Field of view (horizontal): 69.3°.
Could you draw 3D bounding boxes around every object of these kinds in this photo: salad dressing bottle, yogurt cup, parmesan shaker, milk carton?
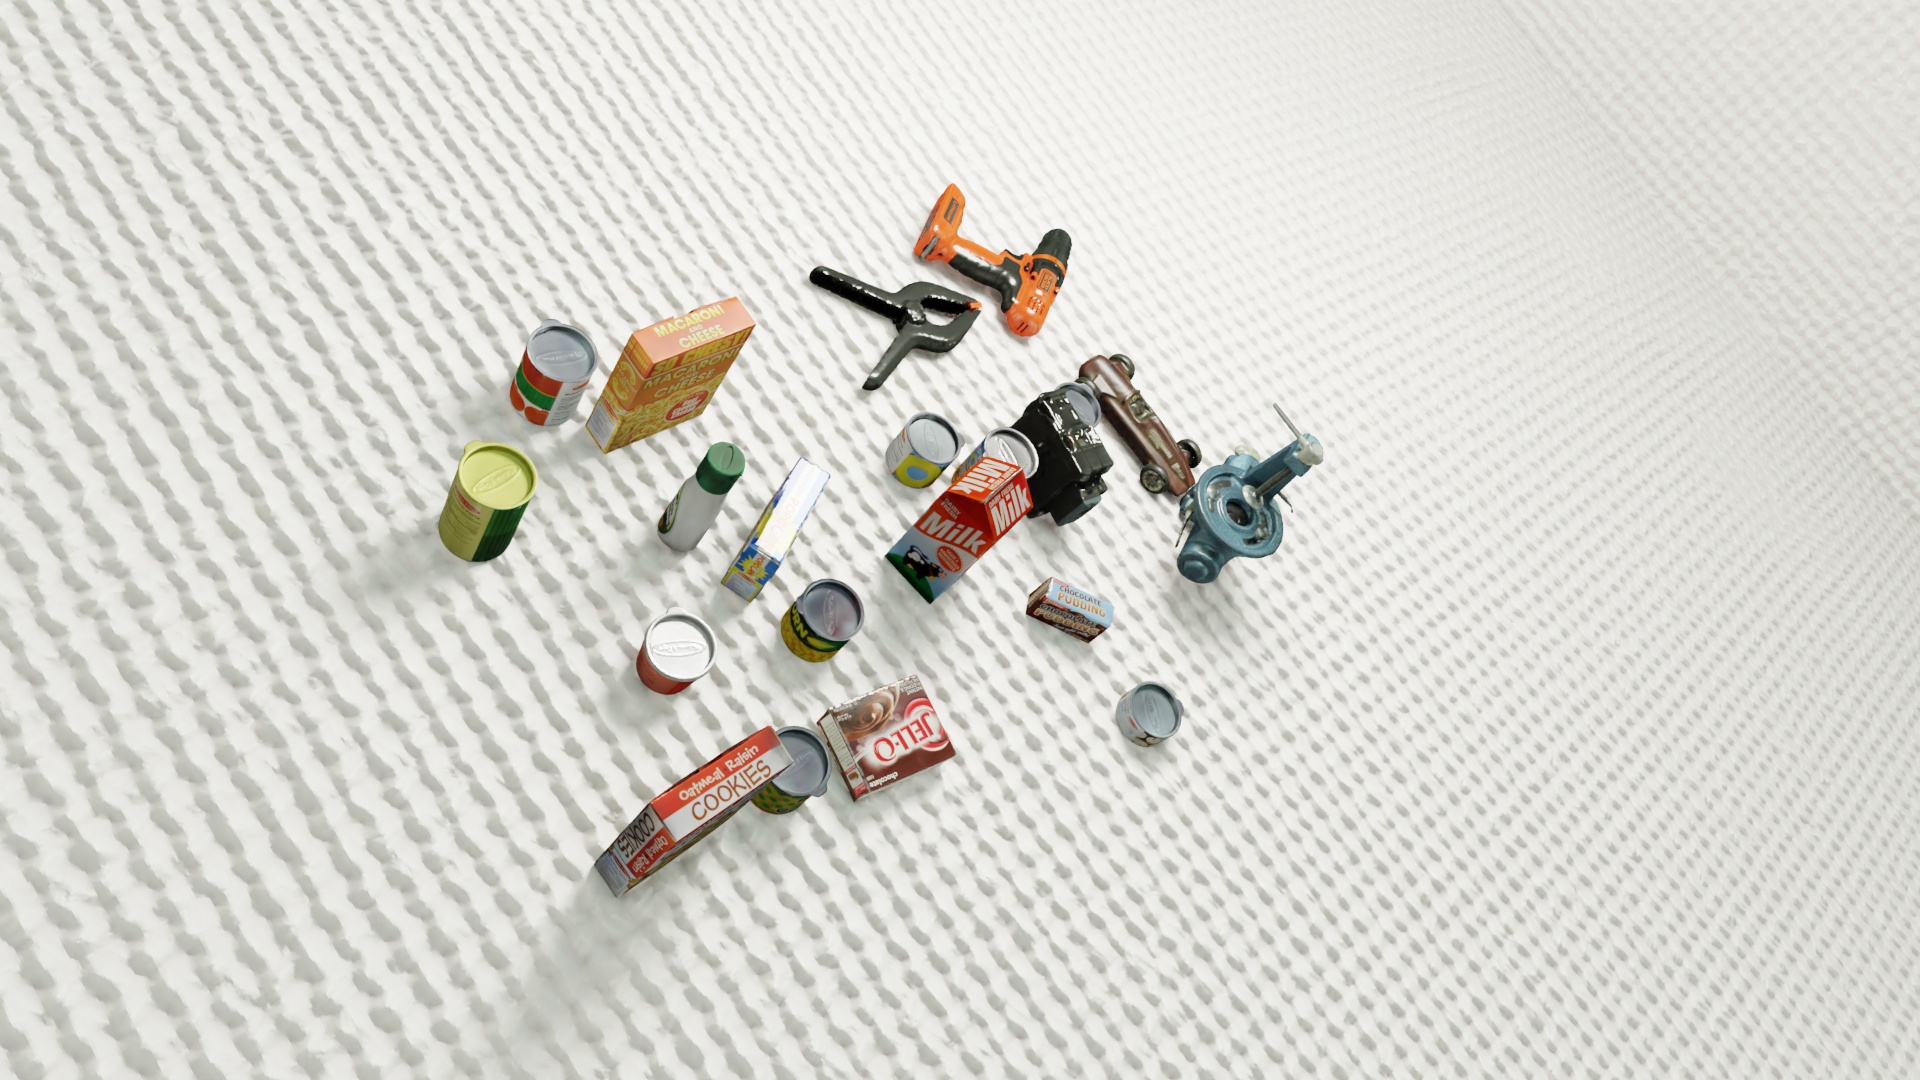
[{"bbox_3d":[-0.242,-0.041,1.302,0.044,0.147,0.064,24,53,-17],"label":"salad dressing bottle"},{"bbox_3d":[-0.261,0.106,1.264,0.072,0.053,0.073,15,56,-23],"label":"yogurt cup"},{"bbox_3d":[-0.419,-0.035,1.222,0.071,0.102,0.071,15,56,-23],"label":"parmesan shaker"},{"bbox_3d":[0.005,-0.018,1.407,0.073,0.189,0.073,47,50,1],"label":"milk carton"}]

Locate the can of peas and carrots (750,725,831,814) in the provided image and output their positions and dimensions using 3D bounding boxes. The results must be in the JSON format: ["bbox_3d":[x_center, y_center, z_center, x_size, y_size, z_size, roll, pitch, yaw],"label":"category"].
[{"bbox_3d":[-0.156,0.211,1.260,0.071,0.058,0.071,15,56,-23],"label":"can of peas and carrots"}]

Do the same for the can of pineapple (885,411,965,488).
[{"bbox_3d":[-0.039,-0.097,1.515,0.071,0.057,0.071,15,56,-23],"label":"can of pineapple"}]

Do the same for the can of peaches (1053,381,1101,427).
[{"bbox_3d":[0.124,-0.146,1.641,0.071,0.057,0.071,15,56,-23],"label":"can of peaches"}]

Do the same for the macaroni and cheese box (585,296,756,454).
[{"bbox_3d":[-0.281,-0.159,1.337,0.124,0.165,0.040,-30,81,-39],"label":"macaroni and cheese box"}]

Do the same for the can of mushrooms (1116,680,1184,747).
[{"bbox_3d":[0.206,0.188,1.505,0.071,0.033,0.071,15,56,-23],"label":"can of mushrooms"}]

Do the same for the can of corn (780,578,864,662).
[{"bbox_3d":[-0.137,0.078,1.351,0.071,0.058,0.071,15,56,-23],"label":"can of corn"}]

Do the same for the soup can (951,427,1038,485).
[{"bbox_3d":[0.034,-0.075,1.529,0.071,0.083,0.071,15,56,-23],"label":"soup can"}]

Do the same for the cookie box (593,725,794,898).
[{"bbox_3d":[-0.222,0.223,1.143,0.123,0.166,0.040,-32,82,-39],"label":"cookie box"}]

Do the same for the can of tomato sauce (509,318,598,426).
[{"bbox_3d":[-0.390,-0.159,1.327,0.071,0.082,0.071,15,56,-23],"label":"can of tomato sauce"}]

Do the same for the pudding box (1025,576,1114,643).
[{"bbox_3d":[0.120,0.075,1.511,0.084,0.049,0.030,26,53,-15],"label":"pudding box"}]

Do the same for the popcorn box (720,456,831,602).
[{"bbox_3d":[-0.180,-0.012,1.362,0.038,0.085,0.127,33,51,-10],"label":"popcorn box"}]
